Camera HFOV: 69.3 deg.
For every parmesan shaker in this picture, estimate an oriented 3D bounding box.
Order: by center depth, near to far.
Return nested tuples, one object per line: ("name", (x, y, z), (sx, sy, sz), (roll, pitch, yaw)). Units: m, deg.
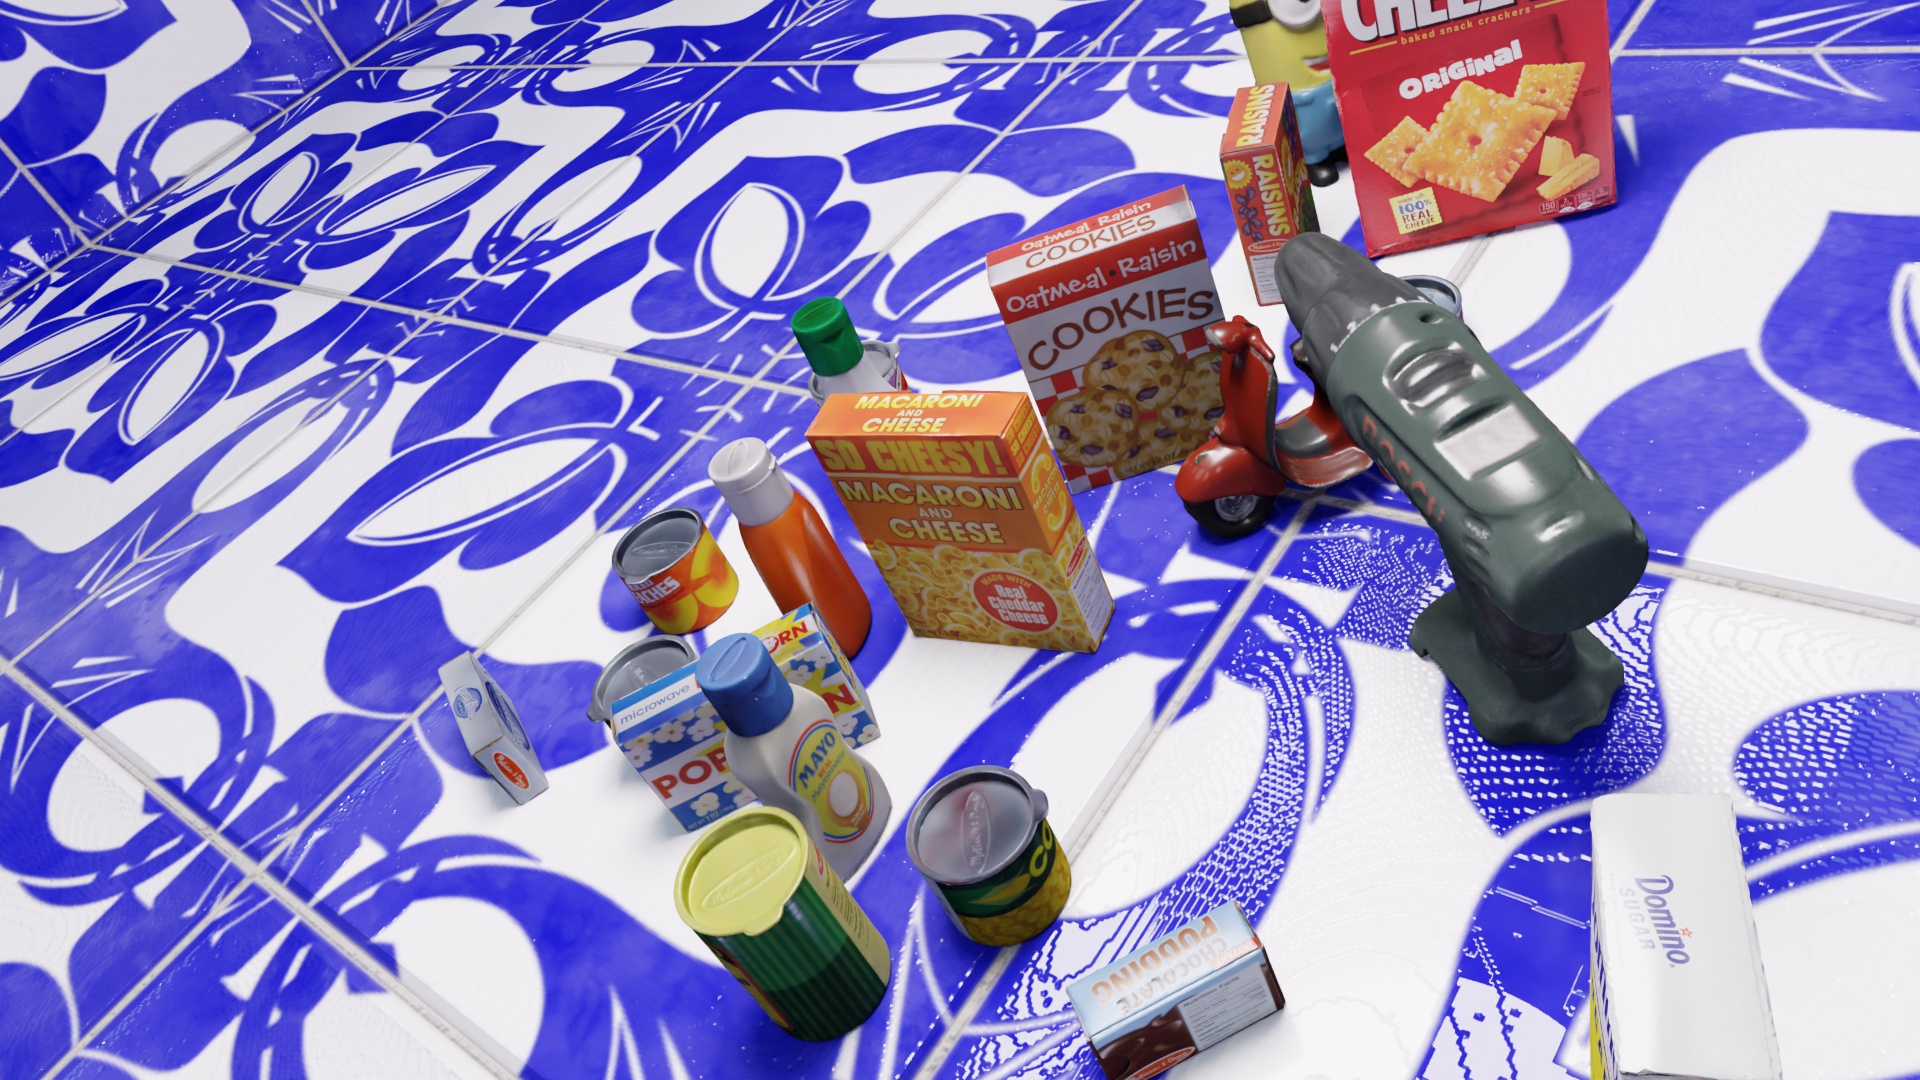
("parmesan shaker", (-0.080, 0.183, 0.650), (0.071, 0.102, 0.072), (-15, 40, 13))

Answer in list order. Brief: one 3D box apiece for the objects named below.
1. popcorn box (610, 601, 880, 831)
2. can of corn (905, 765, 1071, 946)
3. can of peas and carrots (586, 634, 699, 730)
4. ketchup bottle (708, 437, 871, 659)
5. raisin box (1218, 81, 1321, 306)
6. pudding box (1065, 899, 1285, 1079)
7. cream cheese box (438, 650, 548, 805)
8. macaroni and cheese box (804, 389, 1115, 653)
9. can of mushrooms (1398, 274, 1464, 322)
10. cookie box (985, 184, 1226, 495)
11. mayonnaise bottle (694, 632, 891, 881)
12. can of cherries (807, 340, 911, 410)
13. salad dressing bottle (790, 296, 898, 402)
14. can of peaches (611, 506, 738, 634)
("popcorn box", (-0.119, 0.100, 0.778), (0.127, 0.085, 0.038), (-27, 39, -2))
("can of corn", (0.017, 0.152, 0.670), (0.071, 0.058, 0.071), (-15, 40, 13))
("can of peas and carrots", (-0.178, 0.101, 0.829), (0.071, 0.058, 0.071), (-15, 40, 13))
("ketchup bottle", (-0.100, 0.005, 0.824), (0.043, 0.148, 0.065), (-13, 41, 16))
("raisin box", (0.213, -0.236, 0.949), (0.040, 0.123, 0.086), (-3, 44, 26))
("pudding box", (0.091, 0.194, 0.590), (0.084, 0.049, 0.030), (-27, 39, -3))
("cream cheese box", (-0.296, 0.117, 0.876), (0.024, 0.053, 0.104), (-35, 40, -11))
("macaroni and cheese box", (0.003, -0.010, 0.772), (0.123, 0.165, 0.040), (3, 47, 30))
("can of mushrooms", (0.280, -0.135, 0.872), (0.071, 0.033, 0.071), (-15, 40, 13))
("cookie box", (0.099, -0.117, 0.841), (0.123, 0.166, 0.040), (-17, 40, 10))
("mayonnaise bottle", (-0.085, 0.108, 0.701), (0.041, 0.147, 0.065), (8, 49, 34))
("can of cherries", (-0.065, -0.102, 0.996), (0.071, 0.058, 0.072), (-15, 40, 13))
("salad dressing bottle", (-0.067, -0.091, 0.914), (0.064, 0.147, 0.044), (-33, 39, -9))
("can of peaches", (-0.190, 0.022, 0.924), (0.071, 0.057, 0.071), (-15, 40, 13))
